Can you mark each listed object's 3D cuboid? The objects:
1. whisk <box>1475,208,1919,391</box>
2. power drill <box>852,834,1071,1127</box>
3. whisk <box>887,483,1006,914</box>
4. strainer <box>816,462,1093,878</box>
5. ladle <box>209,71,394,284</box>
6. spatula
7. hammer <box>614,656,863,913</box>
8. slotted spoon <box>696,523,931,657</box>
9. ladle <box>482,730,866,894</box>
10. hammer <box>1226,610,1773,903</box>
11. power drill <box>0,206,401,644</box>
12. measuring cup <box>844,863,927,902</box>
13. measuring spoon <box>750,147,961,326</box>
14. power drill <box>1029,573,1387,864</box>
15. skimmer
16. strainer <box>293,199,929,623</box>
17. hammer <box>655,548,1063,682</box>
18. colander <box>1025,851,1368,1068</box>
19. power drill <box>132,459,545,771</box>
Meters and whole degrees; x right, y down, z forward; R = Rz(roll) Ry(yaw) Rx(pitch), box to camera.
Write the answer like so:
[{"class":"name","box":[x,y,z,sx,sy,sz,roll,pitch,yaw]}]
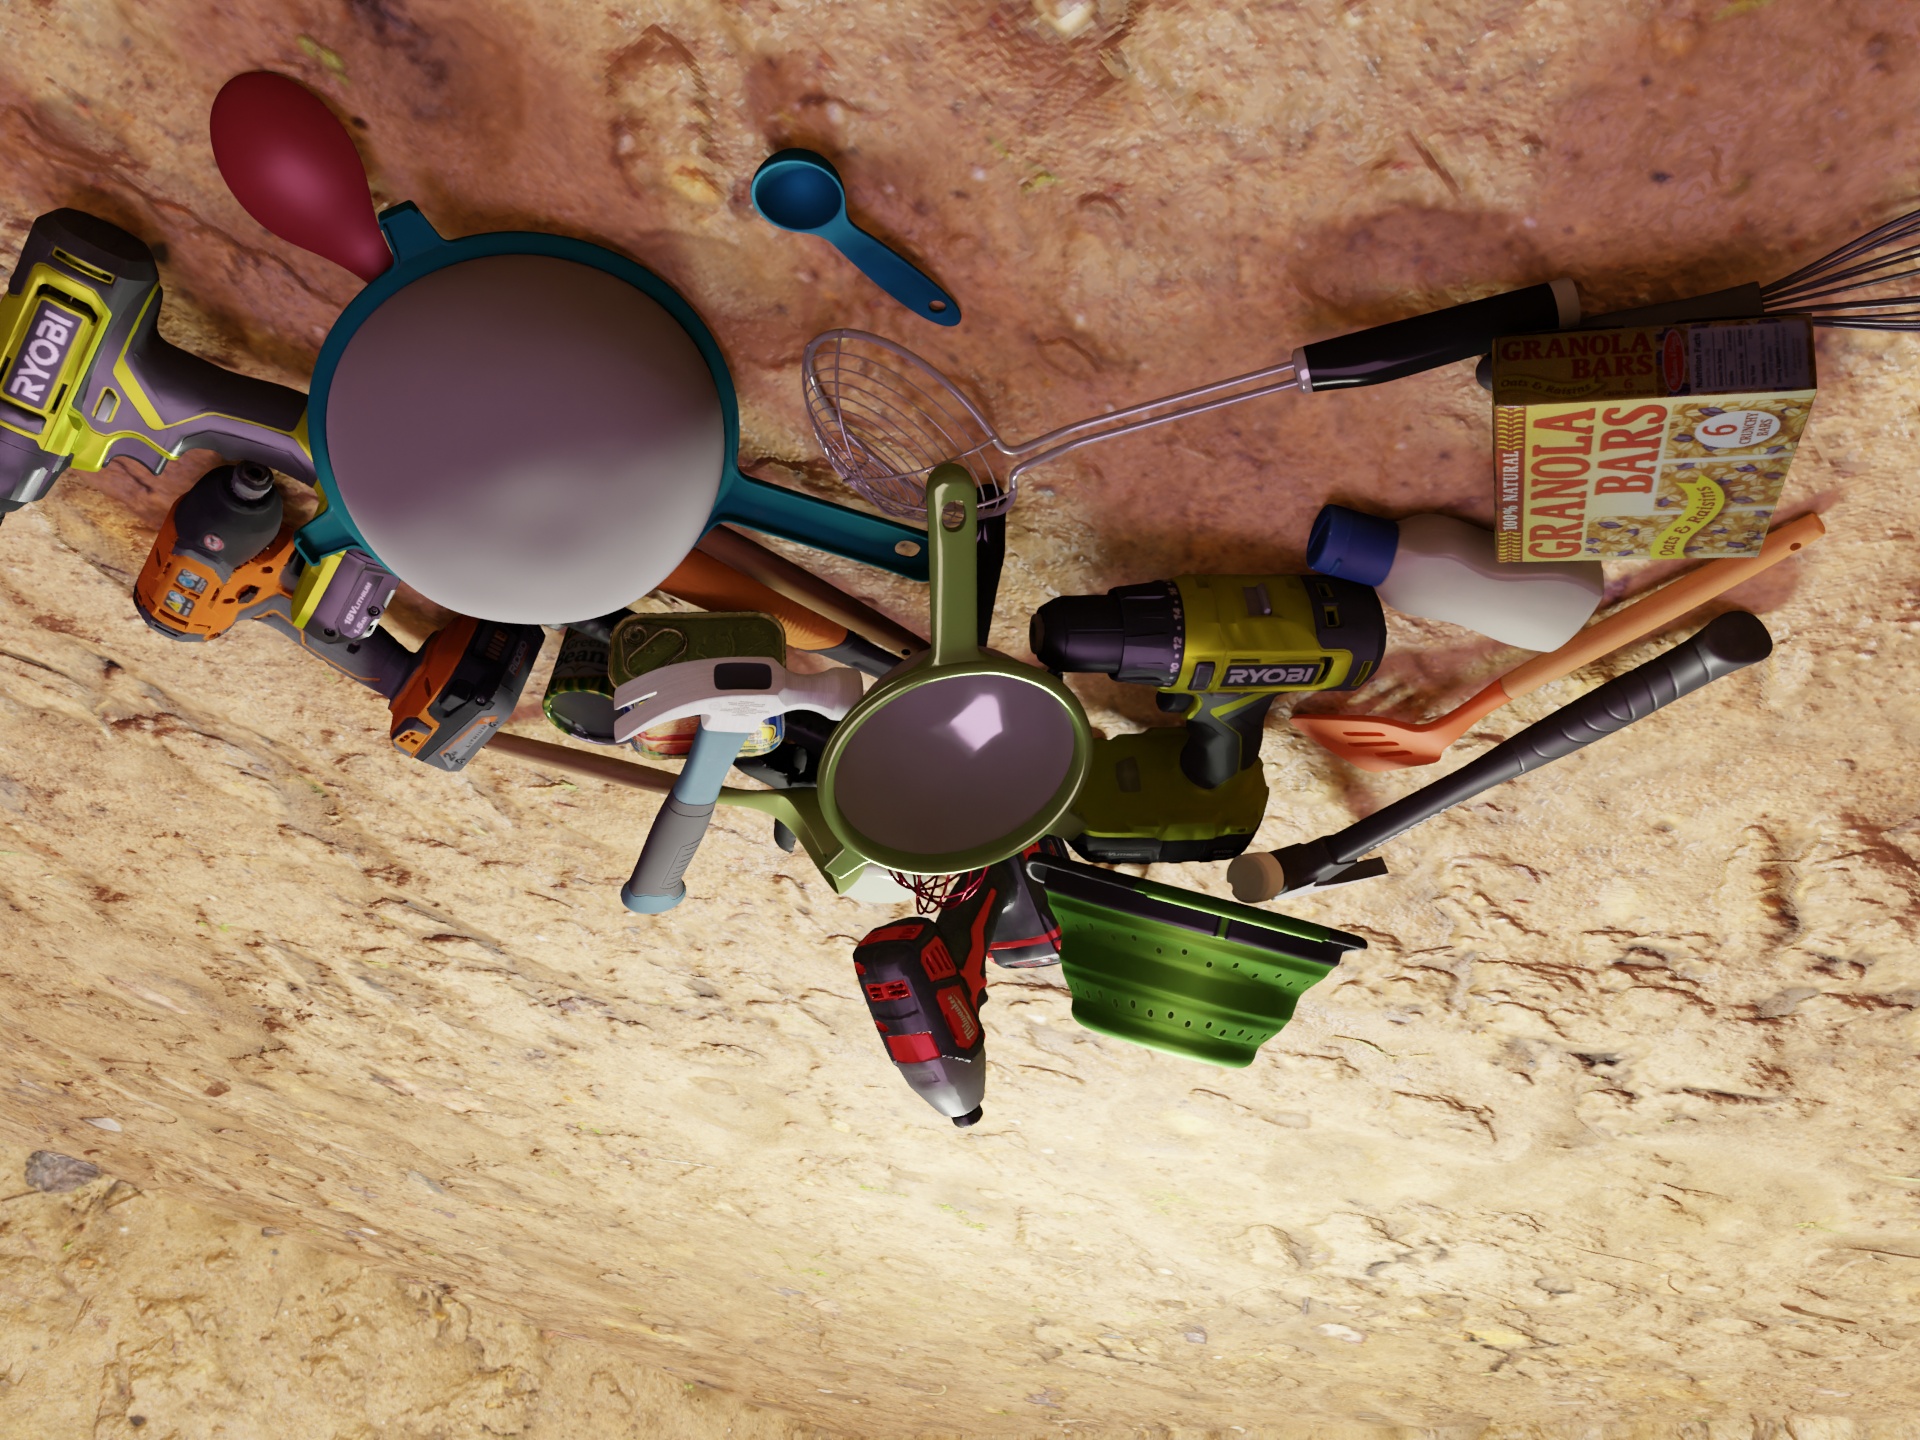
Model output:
[{"class":"whisk","box":[0.343,-0.175,0.684,0.239,0.055,0.055,-9,142,31]},{"class":"power drill","box":[0.013,0.167,1.088,0.078,0.220,0.143,-14,106,30]},{"class":"whisk","box":[-0.001,-0.003,0.937,0.073,0.073,0.295,9,122,1]},{"class":"strainer","box":[-0.009,-0.031,0.836,0.151,0.069,0.256,-9,129,-9]},{"class":"ladle","box":[-0.248,-0.178,0.796,0.069,0.031,0.315,-22,129,22]},{"class":"spatula","box":[0.332,-0.037,0.910,0.081,0.041,0.322,30,137,-27]},{"class":"hammer","box":[-0.165,0.050,0.985,0.128,0.033,0.331,4,152,-19]},{"class":"slotted spoon","box":[-0.149,-0.109,0.887,0.313,0.031,0.070,28,137,-18]},{"class":"ladle","box":[-0.210,0.053,1.098,0.320,0.062,0.078,12,146,17]},{"class":"hammer","box":[0.326,0.029,0.962,0.146,0.035,0.334,-1,153,-48]},{"class":"power drill","box":[-0.399,-0.138,0.841,0.223,0.080,0.171,26,109,-25]},{"class":"measuring cup","box":[-0.047,0.088,1.109,0.083,0.038,0.167,13,154,-13]},{"class":"measuring spoon","box":[-0.043,-0.224,0.737,0.042,0.021,0.128,-21,145,36]},{"class":"power drill","box":[0.124,-0.003,0.937,0.190,0.080,0.228,-1,146,-9]},{"class":"skimmer","box":[0.098,-0.172,0.762,0.363,0.090,0.127,-13,143,13]},{"class":"strainer","box":[-0.151,-0.106,0.801,0.340,0.095,0.211,14,120,-25]},{"class":"hammer","box":[-0.101,-0.063,0.965,0.336,0.034,0.127,23,144,-20]},{"class":"colander","box":[0.124,0.153,1.021,0.204,0.094,0.397,15,176,-2]},{"class":"power drill","box":[-0.381,-0.069,0.986,0.226,0.084,0.164,30,139,-22]}]
